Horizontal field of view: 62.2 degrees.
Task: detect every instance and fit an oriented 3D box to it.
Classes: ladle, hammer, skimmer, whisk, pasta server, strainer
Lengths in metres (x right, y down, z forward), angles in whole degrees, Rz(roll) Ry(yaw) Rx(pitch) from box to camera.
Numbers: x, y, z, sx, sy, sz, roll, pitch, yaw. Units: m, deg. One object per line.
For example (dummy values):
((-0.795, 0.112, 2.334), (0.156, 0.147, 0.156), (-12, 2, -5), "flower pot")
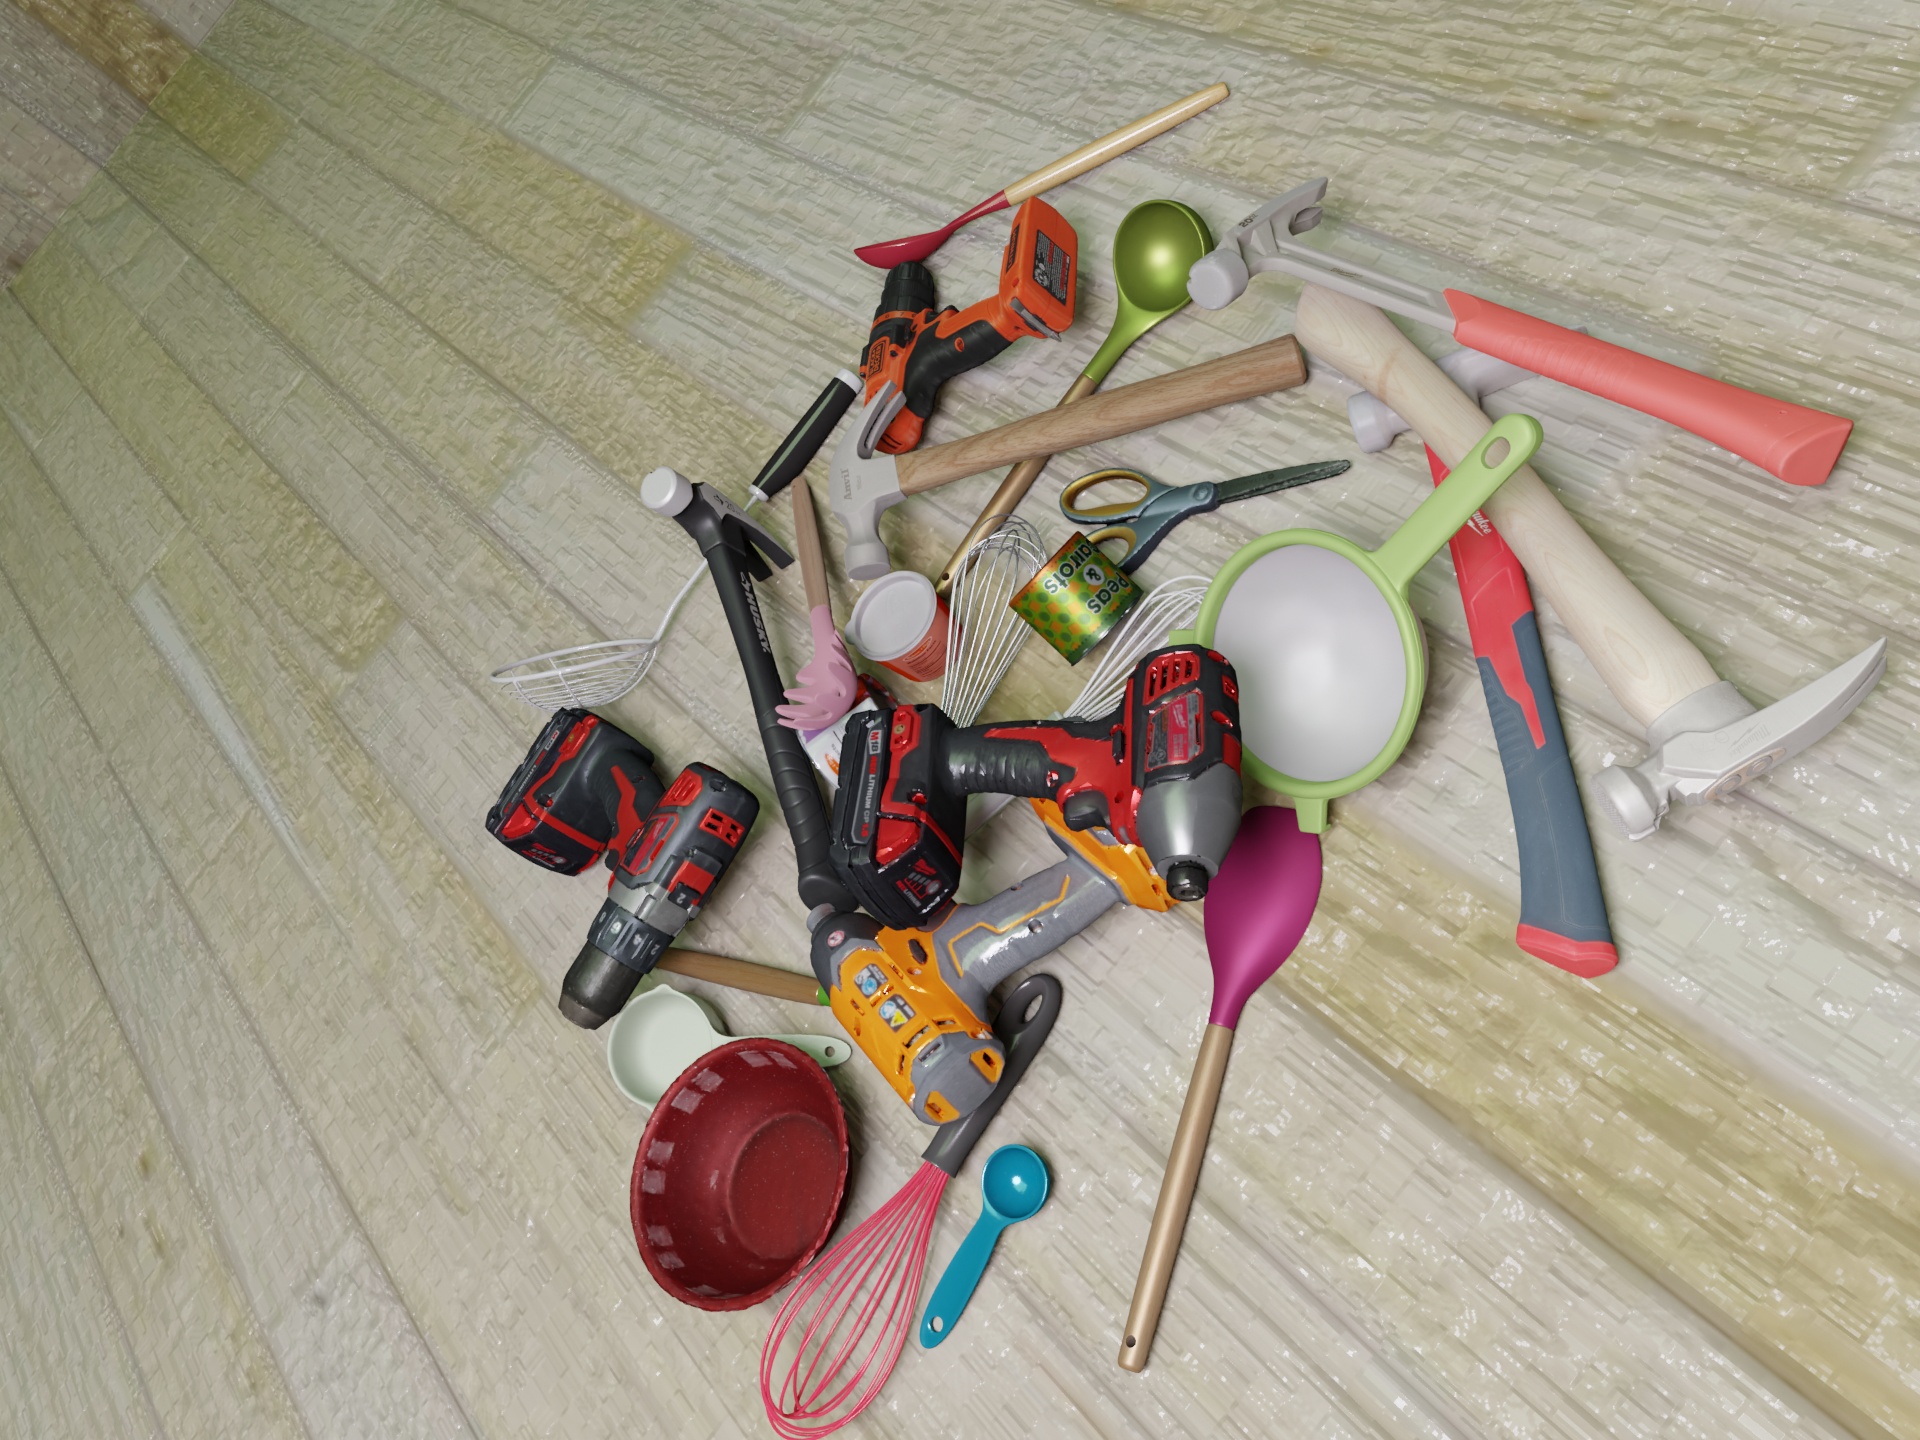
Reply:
((0.071, -0.222, 1.114), (0.078, 0.062, 0.320), (35, 90, 28), "ladle")
((0.310, -0.129, 0.872), (0.146, 0.038, 0.411), (-33, 53, 9), "hammer")
((0.315, -0.220, 0.898), (0.359, 0.036, 0.149), (29, 50, 27), "hammer")
((-0.218, -0.148, 1.239), (0.363, 0.090, 0.127), (-52, 18, -4), "skimmer")
((-0.024, 0.273, 0.913), (0.073, 0.073, 0.296), (22, 73, 39), "whisk")
((-0.107, -0.094, 1.123), (0.060, 0.040, 0.317), (-47, 32, 23), "pasta server")
((0.315, -0.049, 0.873), (0.143, 0.038, 0.387), (-17, 58, 23), "hammer")
((0.060, -0.421, 1.241), (0.315, 0.031, 0.069), (-21, 17, 19), "ladle")
((0.066, -0.199, 1.076), (0.331, 0.031, 0.130), (-15, 72, 13), "hammer")
((0.073, -0.001, 0.992), (0.246, 0.057, 0.059), (-42, 16, 7), "whisk")
((-0.132, -0.018, 1.112), (0.035, 0.146, 0.335), (-29, 65, 18), "hammer")
((-0.001, -0.003, 1.048), (0.070, 0.070, 0.285), (10, 77, 36), "whisk")
((0.234, -0.068, 0.867), (0.152, 0.069, 0.256), (57, 132, 24), "strainer")

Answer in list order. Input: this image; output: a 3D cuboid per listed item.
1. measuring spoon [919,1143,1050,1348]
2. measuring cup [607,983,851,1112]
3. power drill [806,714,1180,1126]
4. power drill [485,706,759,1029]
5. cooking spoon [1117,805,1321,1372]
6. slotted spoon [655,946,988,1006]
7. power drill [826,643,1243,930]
((0.014, 0.299, 0.902), (0.042, 0.021, 0.128), (31, 94, 34), "measuring spoon")
((-0.147, 0.215, 1.040), (0.167, 0.038, 0.083), (-2, 78, 14), "measuring cup")
((0.018, 0.105, 0.933), (0.226, 0.084, 0.164), (-42, 48, -8), "power drill")
((-0.248, 0.097, 1.108), (0.227, 0.080, 0.188), (24, 80, 51), "power drill")
((0.136, 0.193, 0.873), (0.069, 0.017, 0.319), (6, 68, 35), "cooking spoon")
((-0.107, 0.172, 1.038), (0.314, 0.031, 0.070), (4, 61, 37), "slotted spoon")
((0.045, 0.043, 0.861), (0.219, 0.078, 0.143), (-11, 52, 21), "power drill")
